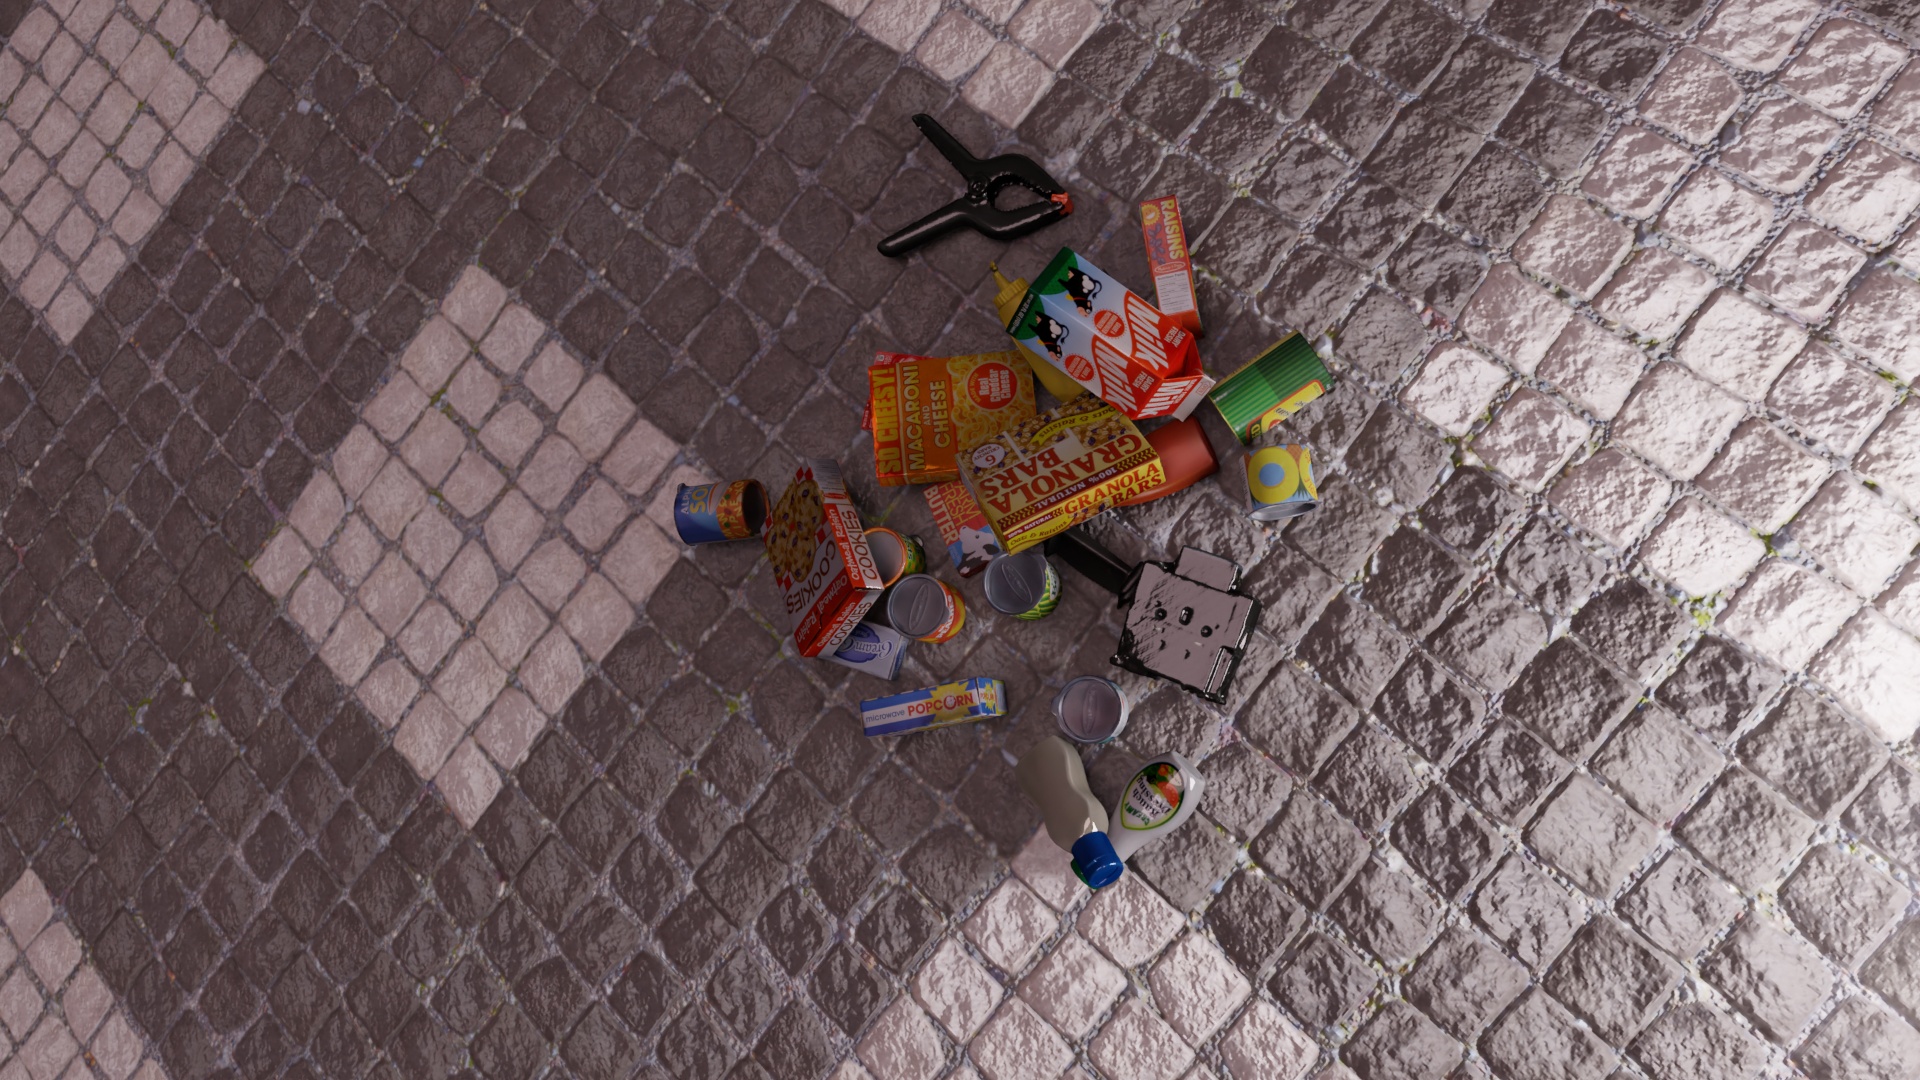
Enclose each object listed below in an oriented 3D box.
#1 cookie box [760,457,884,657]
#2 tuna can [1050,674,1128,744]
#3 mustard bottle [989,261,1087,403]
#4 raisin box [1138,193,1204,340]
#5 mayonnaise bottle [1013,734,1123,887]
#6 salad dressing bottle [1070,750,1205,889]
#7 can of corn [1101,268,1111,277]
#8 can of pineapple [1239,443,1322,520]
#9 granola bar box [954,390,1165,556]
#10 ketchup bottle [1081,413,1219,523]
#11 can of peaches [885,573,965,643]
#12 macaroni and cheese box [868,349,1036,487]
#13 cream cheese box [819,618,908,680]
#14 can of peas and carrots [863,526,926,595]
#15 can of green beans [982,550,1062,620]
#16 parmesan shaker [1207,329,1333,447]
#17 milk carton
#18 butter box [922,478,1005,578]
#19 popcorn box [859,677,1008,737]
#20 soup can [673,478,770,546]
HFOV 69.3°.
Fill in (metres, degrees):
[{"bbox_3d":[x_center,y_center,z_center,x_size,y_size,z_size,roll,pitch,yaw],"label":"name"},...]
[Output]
[{"bbox_3d":[-0.146,0.018,1.422,0.122,0.040,0.168,-51,49,39],"label":"cookie box"},{"bbox_3d":[0.126,0.164,1.345,0.071,0.033,0.071,-4,79,20],"label":"tuna can"},{"bbox_3d":[0.077,-0.213,1.390,0.048,0.065,0.160,-37,91,33],"label":"mustard bottle"},{"bbox_3d":[0.207,-0.264,1.363,0.040,0.086,0.123,-11,77,13],"label":"raisin box"},{"bbox_3d":[0.105,0.256,1.305,0.064,0.041,0.149,-44,46,15],"label":"mayonnaise bottle"},{"bbox_3d":[0.165,0.265,1.306,0.147,0.044,0.064,-49,61,9],"label":"salad dressing bottle"},{"bbox_3d":[0.142,-0.227,1.390,0.058,0.071,0.071,-39,70,12],"label":"can of corn"},{"bbox_3d":[0.300,-0.054,1.301,0.071,0.071,0.058,-11,77,19],"label":"can of pineapple"},{"bbox_3d":[0.093,-0.069,1.329,0.166,0.039,0.125,-26,46,-5],"label":"granola bar box"},{"bbox_3d":[0.175,-0.065,1.362,0.148,0.043,0.065,-27,65,15],"label":"ketchup bottle"},{"bbox_3d":[-0.032,0.071,1.409,0.071,0.058,0.071,-4,79,20],"label":"can of peaches"},{"bbox_3d":[-0.005,-0.124,1.419,0.166,0.040,0.124,-6,76,3],"label":"macaroni and cheese box"},{"bbox_3d":[-0.107,0.107,1.448,0.104,0.024,0.053,15,87,22],"label":"cream cheese box"},{"bbox_3d":[-0.074,0.020,1.433,0.071,0.058,0.071,-3,80,20],"label":"can of peas and carrots"},{"bbox_3d":[0.062,0.045,1.377,0.071,0.058,0.071,-4,79,20],"label":"can of green beans"},{"bbox_3d":[0.293,-0.145,1.317,0.103,0.071,0.071,-35,71,12],"label":"parmesan shaker"},{"bbox_3d":[0.147,-0.185,1.313,0.190,0.072,0.074,36,57,1],"label":"milk carton"},{"bbox_3d":[0.005,-0.018,1.429,0.053,0.024,0.104,-29,72,13],"label":"butter box"},{"bbox_3d":[-0.026,0.166,1.374,0.126,0.085,0.038,-14,77,18],"label":"popcorn box"},{"bbox_3d":[-0.259,-0.033,1.507,0.084,0.071,0.071,-6,79,19],"label":"soup can"}]
